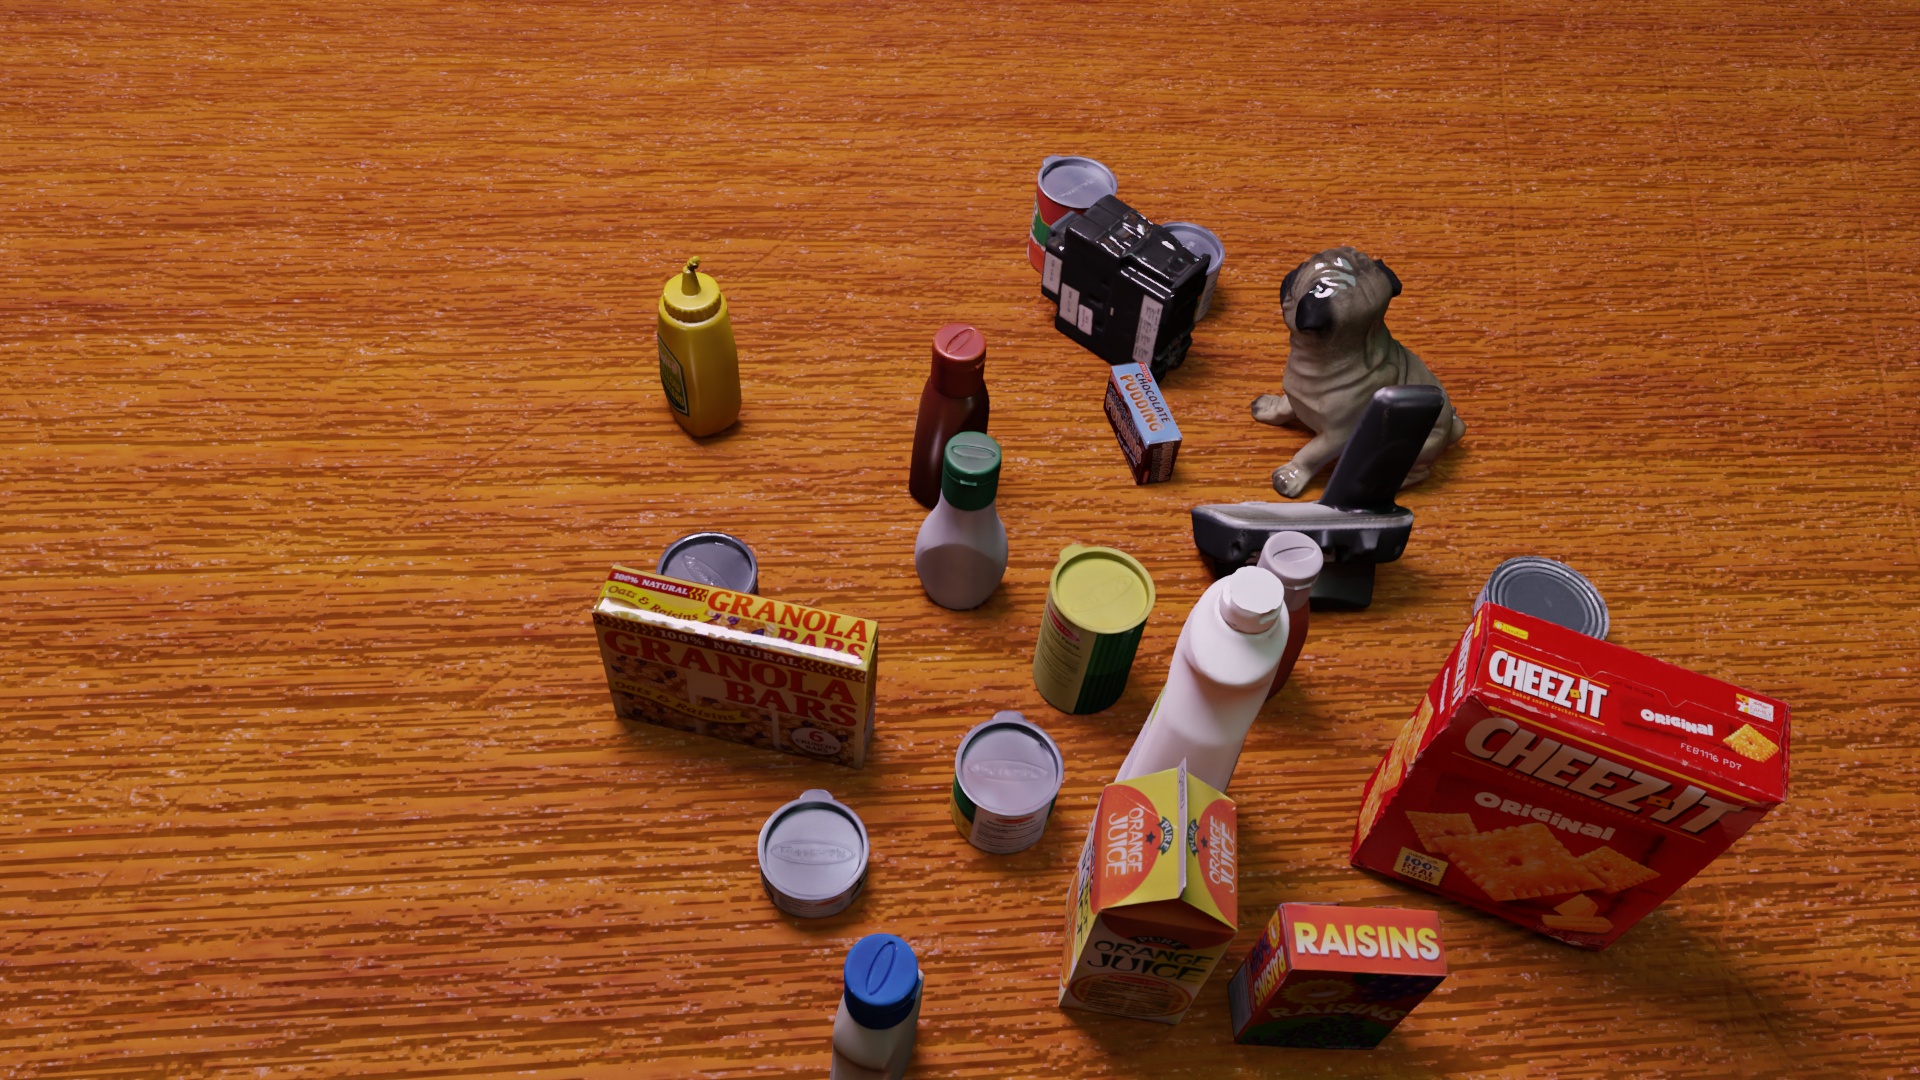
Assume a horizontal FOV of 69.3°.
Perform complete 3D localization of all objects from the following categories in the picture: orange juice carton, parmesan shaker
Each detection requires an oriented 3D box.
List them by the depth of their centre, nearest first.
[{"bbox_3d":[0.103,0.193,0.753,0.073,0.191,0.072,8,53,1],"label":"orange juice carton"},{"bbox_3d":[0.084,0.058,0.909,0.071,0.102,0.071,3,53,-3],"label":"parmesan shaker"}]

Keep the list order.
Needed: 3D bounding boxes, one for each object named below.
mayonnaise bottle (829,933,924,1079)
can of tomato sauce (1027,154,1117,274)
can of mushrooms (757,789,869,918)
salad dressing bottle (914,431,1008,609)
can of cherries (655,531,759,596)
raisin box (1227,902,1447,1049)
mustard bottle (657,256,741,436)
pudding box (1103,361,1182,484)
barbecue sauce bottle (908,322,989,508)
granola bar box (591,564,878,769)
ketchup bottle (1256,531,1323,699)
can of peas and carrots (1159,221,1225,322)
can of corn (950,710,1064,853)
[{"bbox_3d":[-0.044,0.248,0.725,0.041,0.147,0.065,20,54,9],"label":"mayonnaise bottle"},{"bbox_3d":[0.091,-0.271,1.170,0.071,0.082,0.071,3,53,-3],"label":"can of tomato sauce"},{"bbox_3d":[-0.088,0.189,0.837,0.071,0.033,0.071,3,53,-3],"label":"can of mushrooms"},{"bbox_3d":[0.003,-0.012,0.926,0.064,0.146,0.044,9,53,1],"label":"salad dressing bottle"},{"bbox_3d":[-0.170,0.038,0.927,0.071,0.058,0.072,3,53,-3],"label":"can of cherries"},{"bbox_3d":[0.205,0.243,0.769,0.086,0.122,0.040,4,53,-3],"label":"raisin box"},{"bbox_3d":[-0.191,-0.145,0.999,0.049,0.159,0.065,-27,60,-23],"label":"mustard bottle"},{"bbox_3d":[0.138,-0.090,1.059,0.030,0.049,0.084,-10,55,-13],"label":"pudding box"},{"bbox_3d":[-0.005,-0.089,0.982,0.044,0.147,0.065,33,57,18],"label":"barbecue sauce bottle"},{"bbox_3d":[-0.135,0.080,0.858,0.166,0.123,0.039,12,53,3],"label":"granola bar box"},{"bbox_3d":[0.196,0.053,0.895,0.065,0.148,0.044,-11,55,-13],"label":"ketchup bottle"},{"bbox_3d":[0.179,-0.223,1.157,0.071,0.058,0.071,3,53,-3],"label":"can of peas and carrots"},{"bbox_3d":[0.028,0.150,0.862,0.071,0.058,0.071,3,53,-3],"label":"can of corn"}]
